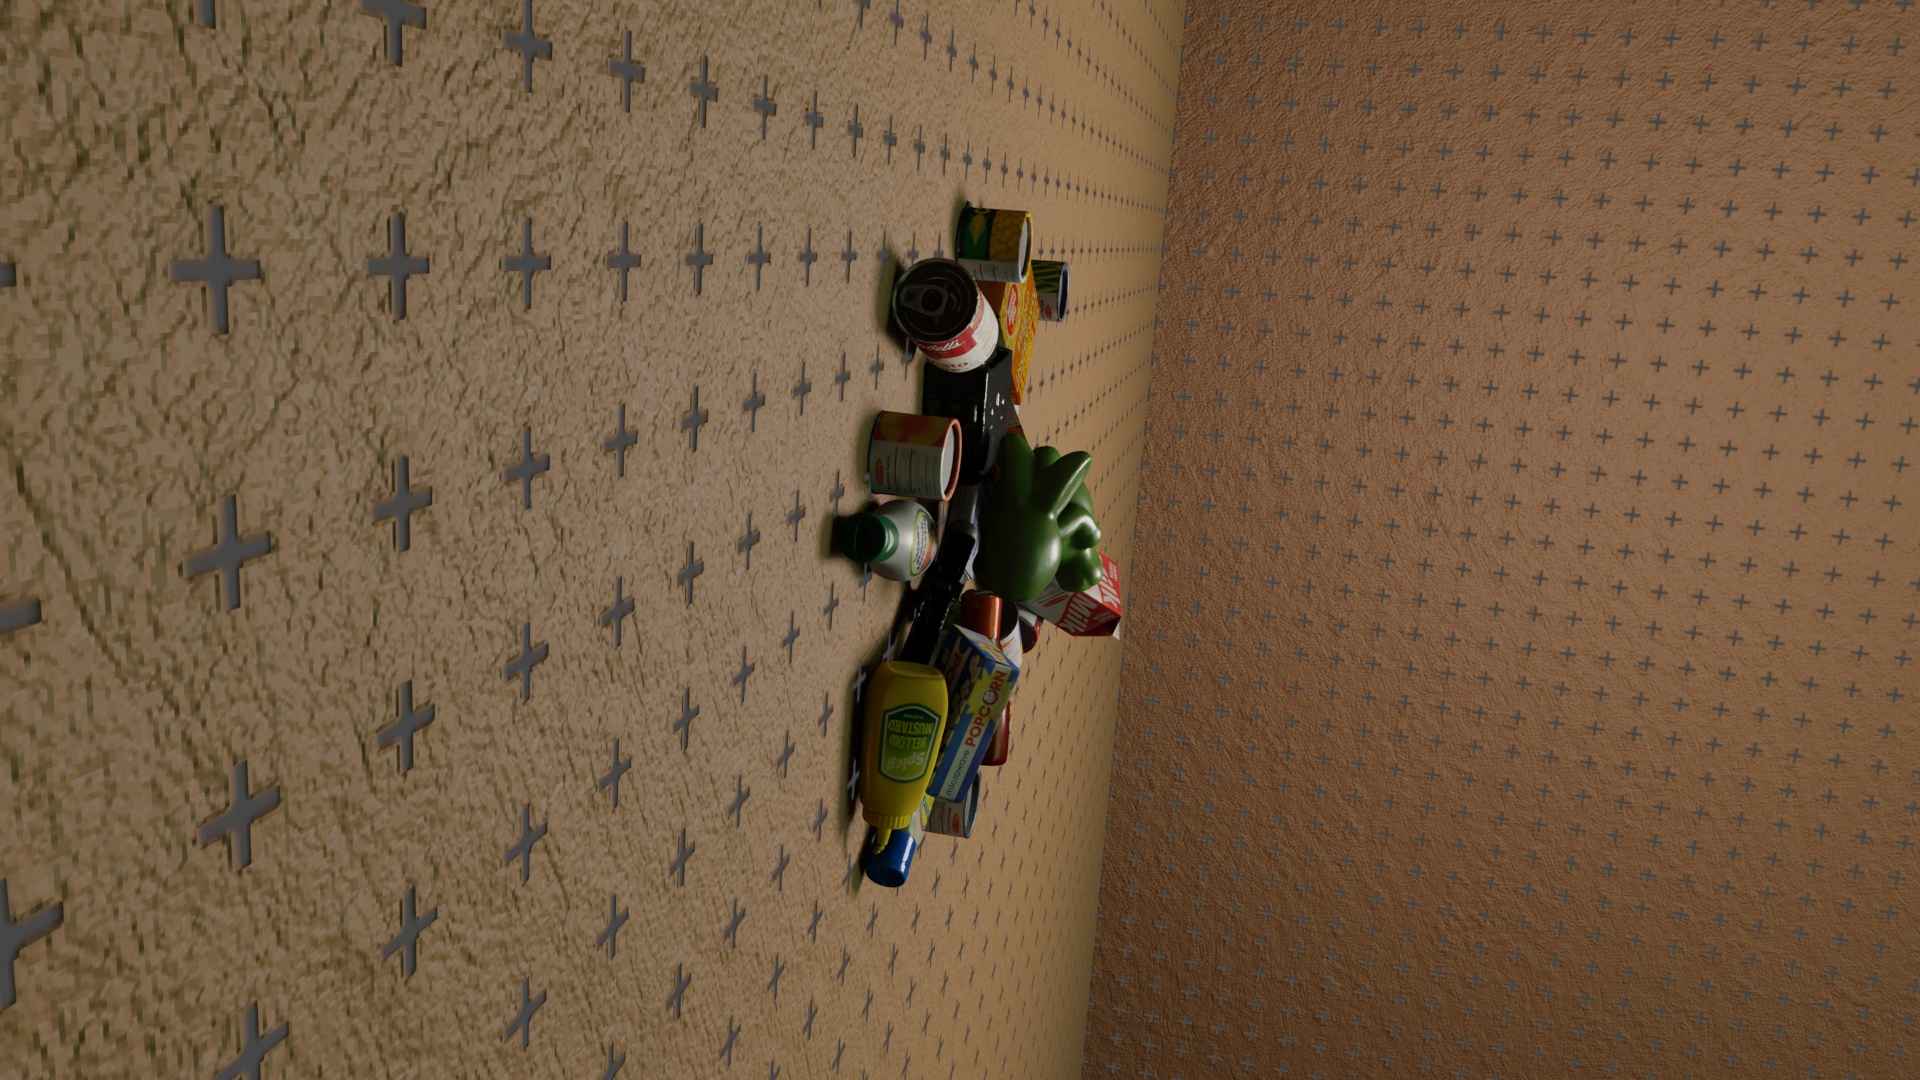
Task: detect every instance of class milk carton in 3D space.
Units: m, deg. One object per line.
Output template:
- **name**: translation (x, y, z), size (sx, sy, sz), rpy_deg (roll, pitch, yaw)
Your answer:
- **milk carton**: translation (0.120, 0.046, 1.564), size (0.190, 0.073, 0.073), rpy_deg (33, 44, -37)

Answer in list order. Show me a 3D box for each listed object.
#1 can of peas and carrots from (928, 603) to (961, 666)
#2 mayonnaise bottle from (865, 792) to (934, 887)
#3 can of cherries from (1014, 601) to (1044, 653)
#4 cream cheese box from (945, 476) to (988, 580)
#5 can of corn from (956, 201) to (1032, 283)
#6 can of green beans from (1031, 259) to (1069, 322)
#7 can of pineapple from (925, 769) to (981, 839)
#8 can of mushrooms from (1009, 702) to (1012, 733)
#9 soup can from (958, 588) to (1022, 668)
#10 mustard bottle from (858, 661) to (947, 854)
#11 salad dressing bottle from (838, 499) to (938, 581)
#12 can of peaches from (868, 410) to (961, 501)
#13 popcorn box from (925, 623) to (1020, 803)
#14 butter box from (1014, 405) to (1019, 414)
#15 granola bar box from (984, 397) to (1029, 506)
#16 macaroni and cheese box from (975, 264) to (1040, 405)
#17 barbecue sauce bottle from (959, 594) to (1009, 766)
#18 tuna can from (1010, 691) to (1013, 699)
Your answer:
- **can of peas and carrots**: translation (-0.002, 0.091, 1.310), size (0.071, 0.059, 0.071), rpy_deg (5, 92, -79)
- **mayonnaise bottle**: translation (-0.047, 0.232, 1.219), size (0.149, 0.041, 0.064), rpy_deg (-72, 161, -44)
- **can of cherries**: translation (0.062, 0.090, 1.588), size (0.059, 0.071, 0.071), rpy_deg (-69, 161, -49)
- **cream cheese box**: translation (0.005, -0.017, 1.363), size (0.053, 0.024, 0.104), rpy_deg (61, 38, -71)
- **can of corn**: translation (0.032, -0.273, 1.270), size (0.071, 0.058, 0.071), rpy_deg (5, 92, -78)
- **can of green beans**: translation (0.085, -0.273, 1.512), size (0.071, 0.058, 0.071), rpy_deg (5, 92, -78)
- **can of pineapple**: translation (-0.015, 0.248, 1.334), size (0.071, 0.058, 0.071), rpy_deg (5, 92, -78)
- **can of mushrooms**: translation (0.022, 0.183, 1.444), size (0.071, 0.071, 0.033), rpy_deg (6, 89, -78)
- **soup can**: translation (0.029, 0.098, 1.446), size (0.083, 0.071, 0.072), rpy_deg (81, 20, -55)
- **mustard bottle**: translation (-0.051, 0.179, 1.116), size (0.049, 0.065, 0.160), rpy_deg (-144, -118, -71)
- **salad dressing bottle**: translation (-0.054, 0.000, 1.052), size (0.148, 0.044, 0.064), rpy_deg (4, 93, -78)
- **can of peaches**: translation (-0.034, -0.067, 1.079), size (0.071, 0.058, 0.071), rpy_deg (5, 92, -77)
- **popcorn box**: translation (-0.003, 0.145, 1.164), size (0.126, 0.038, 0.085), rpy_deg (-67, -156, 7)
- **butter box**: translation (0.051, -0.173, 1.492), size (0.053, 0.024, 0.103), rpy_deg (40, 57, -75)
- **granola bar box**: translation (0.050, -0.043, 1.419), size (0.125, 0.039, 0.164), rpy_deg (-107, -171, -46)
- **macaroni and cheese box**: translation (0.042, -0.229, 1.384), size (0.166, 0.040, 0.124), rpy_deg (70, 29, -64)
- **barbecue sauce bottle**: translation (0.014, 0.123, 1.229), size (0.044, 0.065, 0.148), rpy_deg (13, 79, -60)
- **tuna can**: translation (0.017, 0.152, 1.394), size (0.032, 0.071, 0.071), rpy_deg (-56, -170, 44)
